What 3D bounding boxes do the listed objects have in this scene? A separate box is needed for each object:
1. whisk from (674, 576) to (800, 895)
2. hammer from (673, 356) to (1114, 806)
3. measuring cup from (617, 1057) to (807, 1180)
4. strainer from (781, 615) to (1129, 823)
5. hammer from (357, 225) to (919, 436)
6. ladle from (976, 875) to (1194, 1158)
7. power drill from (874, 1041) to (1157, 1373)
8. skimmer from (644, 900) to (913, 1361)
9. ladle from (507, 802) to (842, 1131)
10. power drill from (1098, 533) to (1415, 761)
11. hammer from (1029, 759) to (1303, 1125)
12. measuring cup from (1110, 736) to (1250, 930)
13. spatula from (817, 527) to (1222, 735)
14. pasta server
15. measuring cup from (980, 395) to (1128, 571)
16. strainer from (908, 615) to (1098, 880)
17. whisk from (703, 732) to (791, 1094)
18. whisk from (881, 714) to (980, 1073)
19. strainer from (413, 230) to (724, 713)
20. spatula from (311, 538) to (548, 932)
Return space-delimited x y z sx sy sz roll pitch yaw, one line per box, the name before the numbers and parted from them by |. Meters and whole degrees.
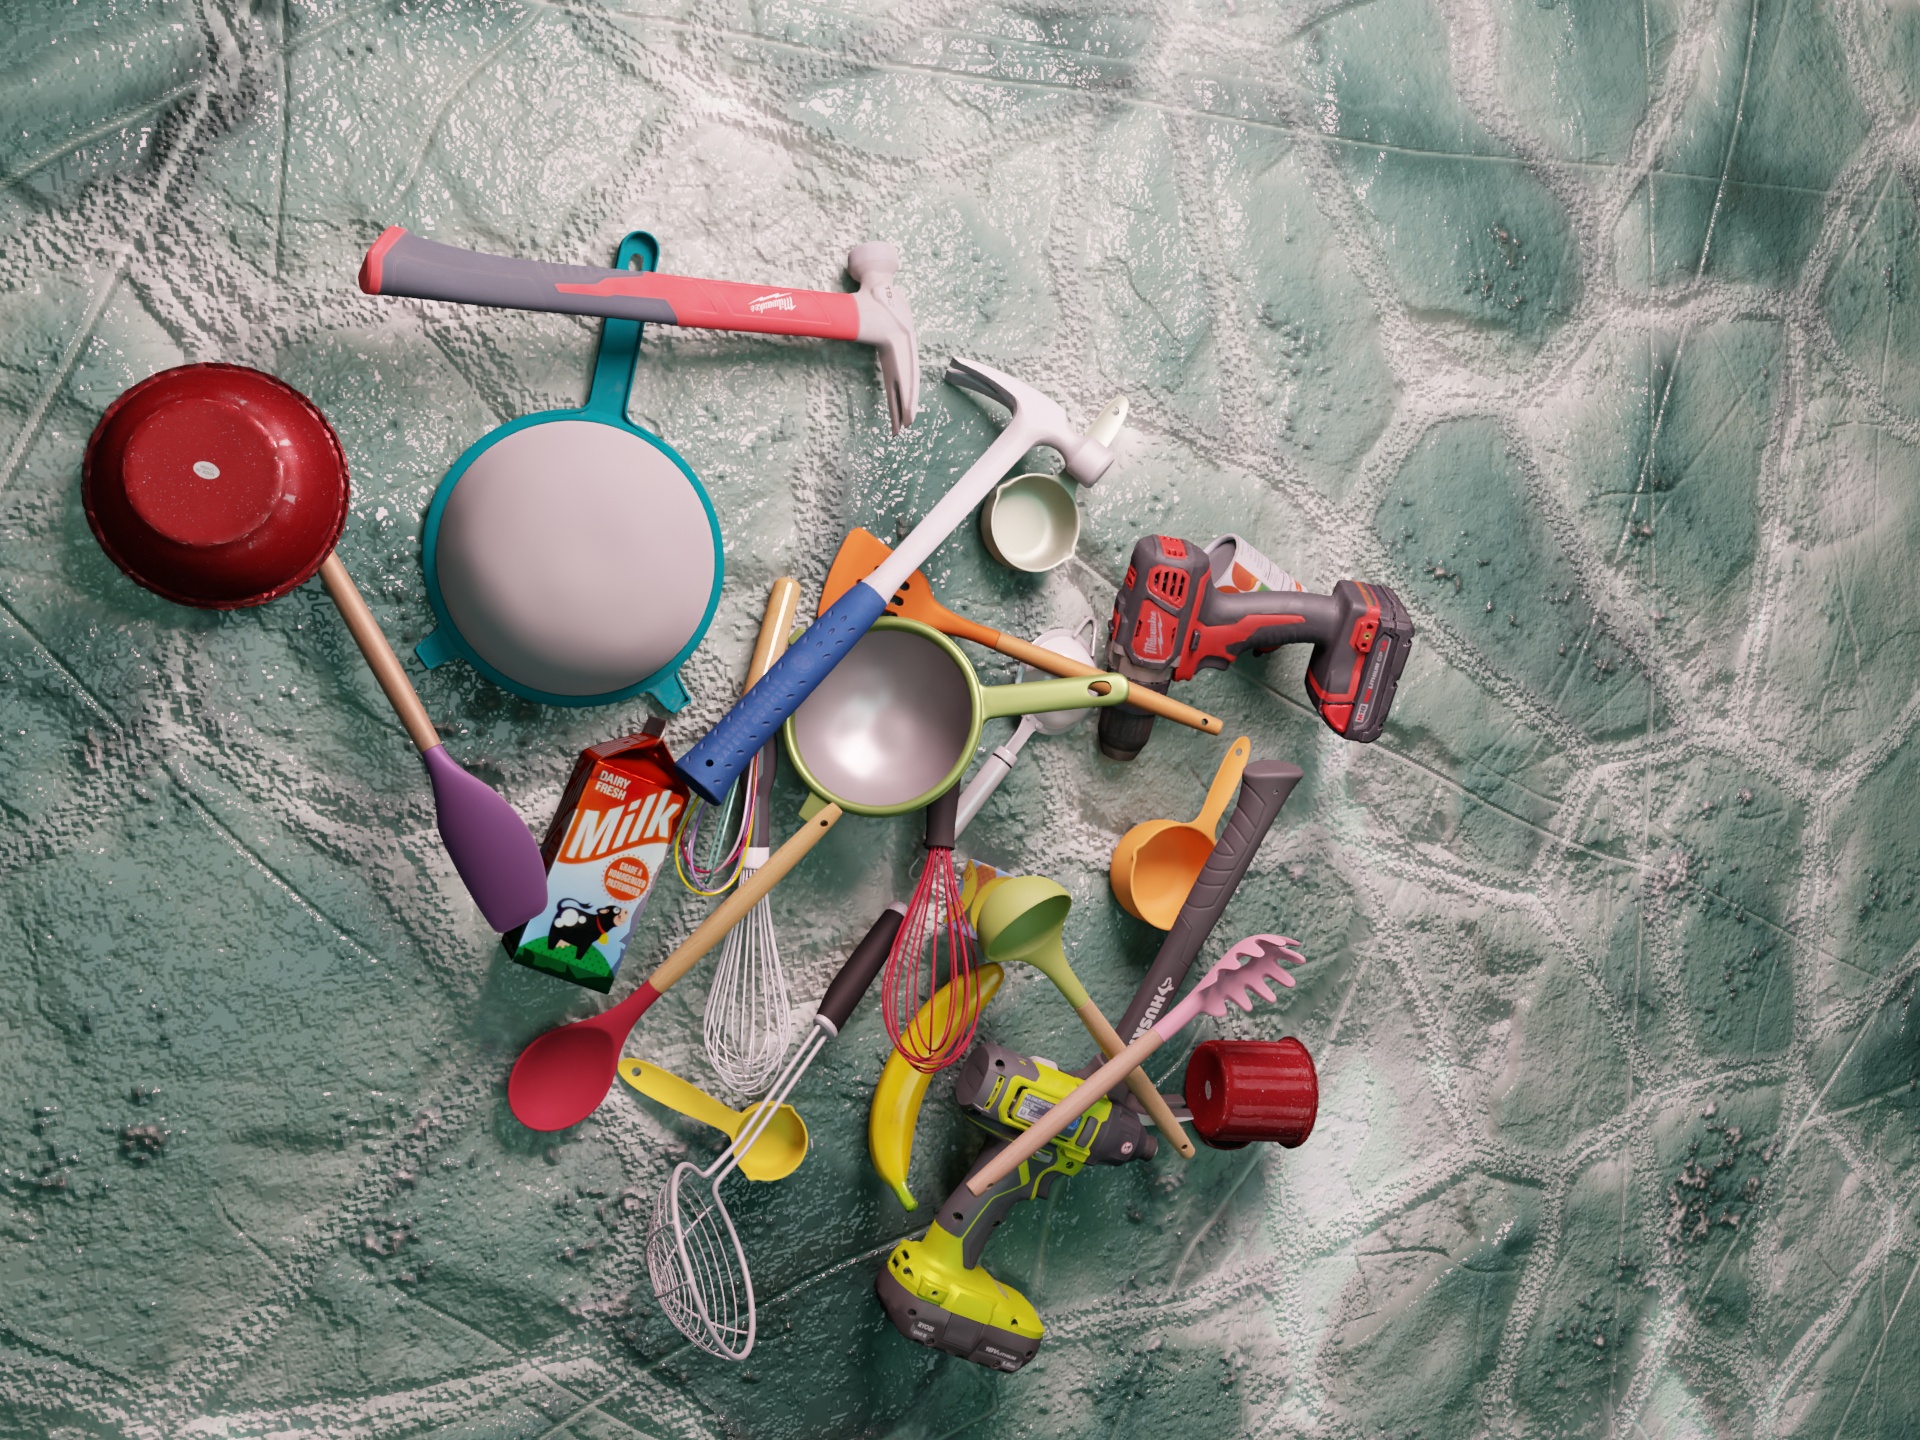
whisk | -0.156 0.007 1.143 0.047 0.051 0.245 13 71 0
hammer | -0.061 -0.103 1.154 0.144 0.035 0.405 40 70 3
measuring cup | -0.187 0.291 1.192 0.156 0.029 0.062 31 82 -10
strainer | -0.002 -0.004 1.184 0.256 0.069 0.151 -7 76 5
hammer | -0.204 -0.273 1.082 0.386 0.038 0.143 -3 79 -32
ladle | 0.110 0.241 1.230 0.078 0.062 0.320 -36 115 -3
power drill | 0.044 0.382 1.243 0.171 0.080 0.223 27 91 -19
skimmer | -0.103 0.265 1.109 0.363 0.090 0.127 -54 134 -39
ladle | -0.201 0.172 1.139 0.315 0.031 0.069 -44 109 0
power drill | 0.224 -0.041 1.264 0.226 0.080 0.187 9 116 -6
hammer | 0.183 0.180 1.270 0.146 0.035 0.334 22 104 -19
measuring cup | 0.186 0.088 1.313 0.095 0.052 0.174 32 80 -21
spatula | 0.051 -0.053 1.221 0.322 0.041 0.081 21 85 0
pasta server | 0.134 0.261 1.211 0.316 0.040 0.060 -36 133 -16
measuring cup | 0.078 -0.190 1.256 0.083 0.038 0.167 40 77 -20
strainer | 0.042 0.024 1.256 0.258 0.050 0.086 -52 124 -8
whisk | -0.155 0.133 1.176 0.070 0.070 0.284 2 88 -23
whisk | -0.018 0.115 1.199 0.073 0.073 0.296 10 73 -23
strainer | -0.244 -0.174 1.092 0.211 0.095 0.340 11 91 -23
spatula | -0.364 -0.004 1.063 0.060 0.018 0.316 -29 92 9
